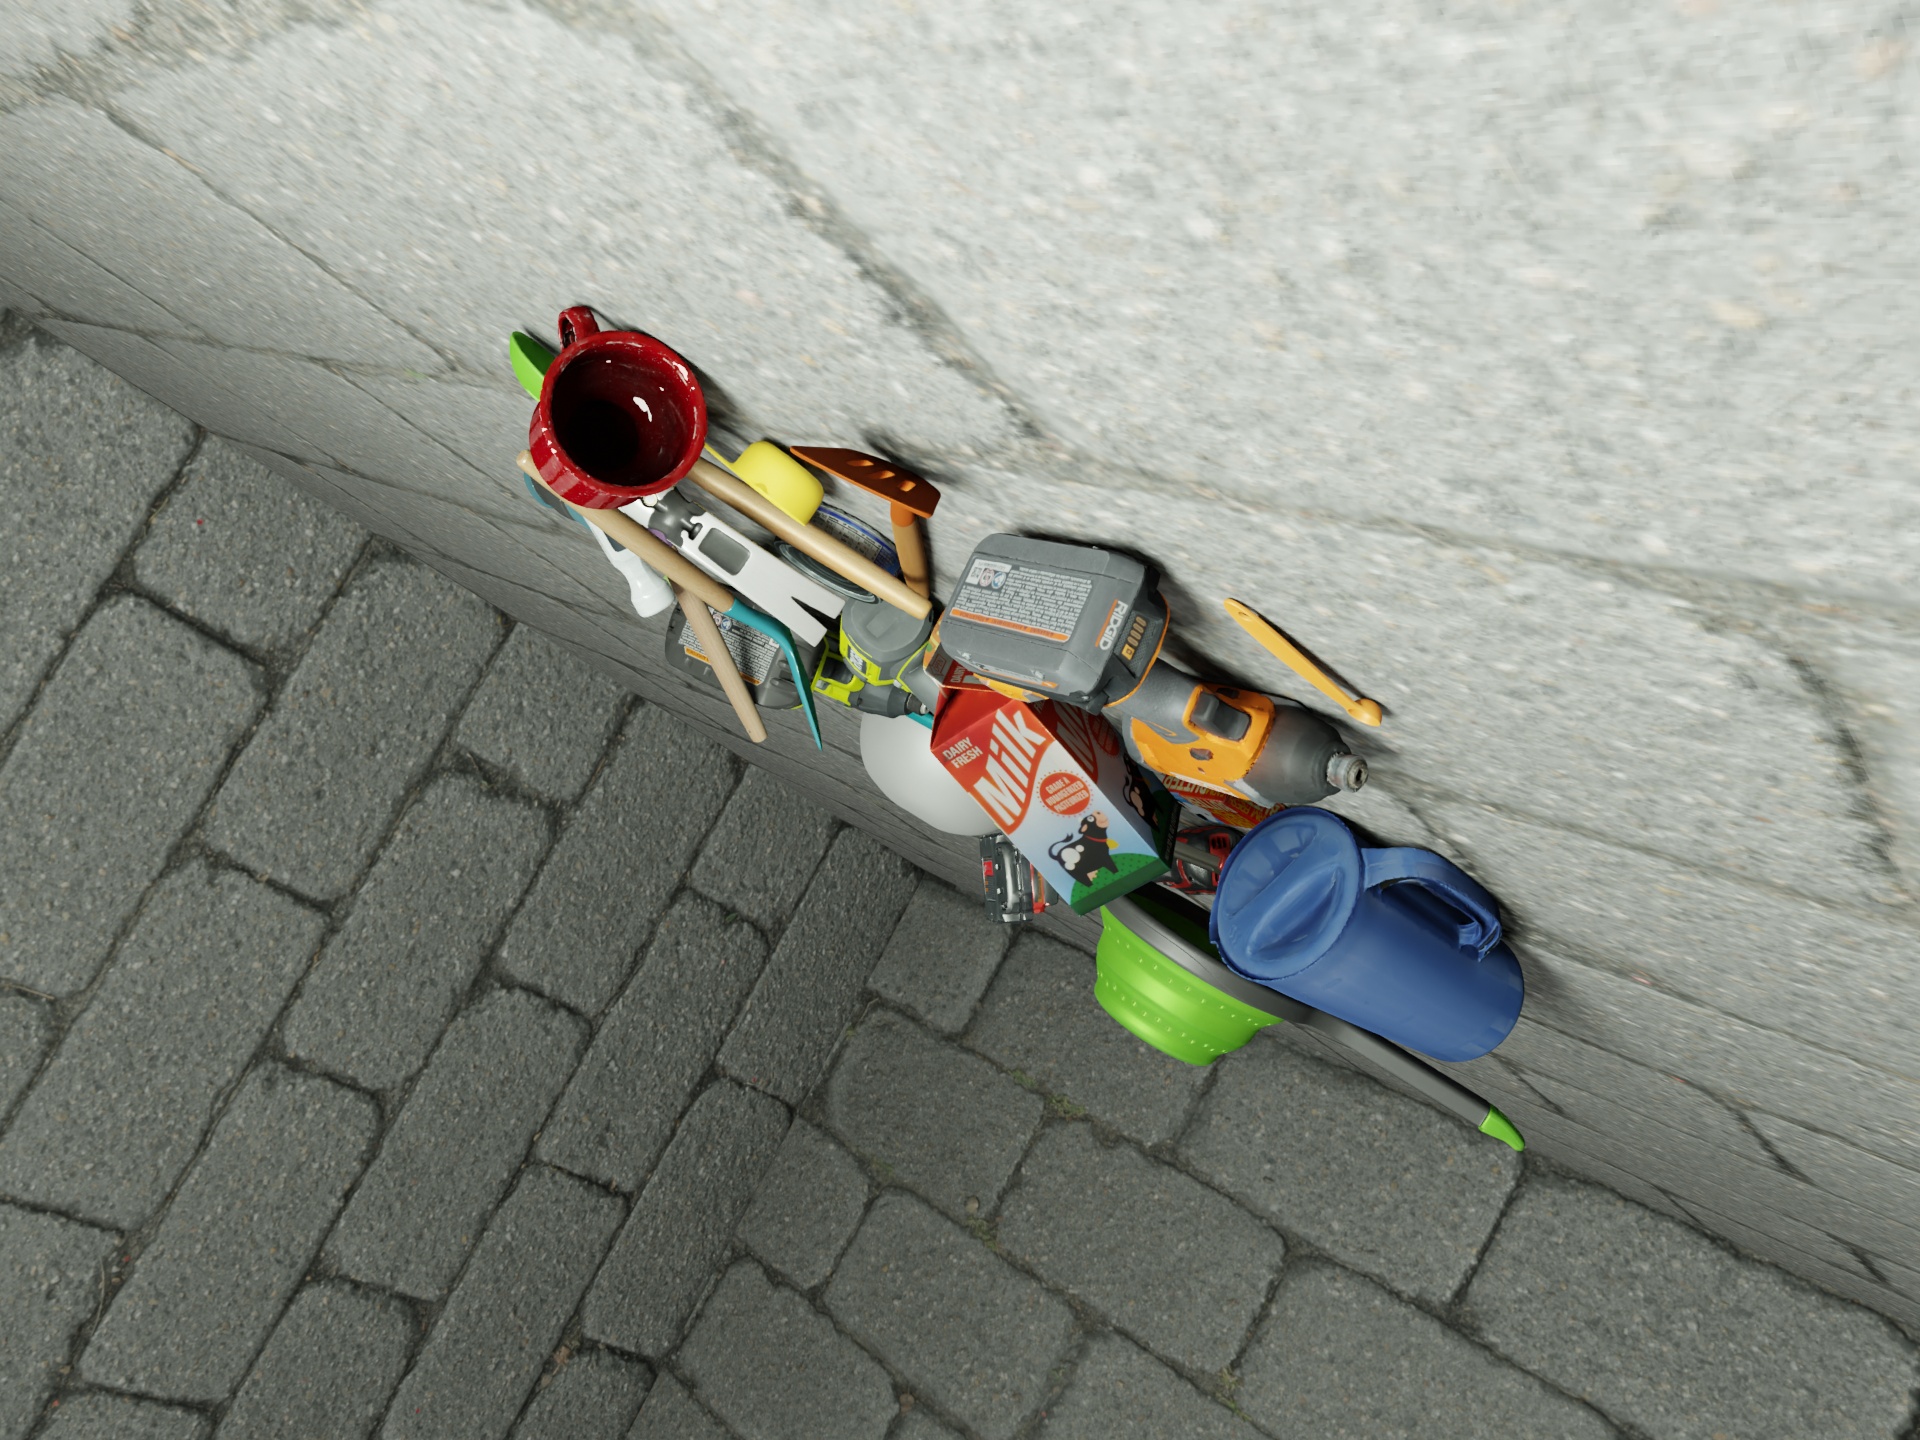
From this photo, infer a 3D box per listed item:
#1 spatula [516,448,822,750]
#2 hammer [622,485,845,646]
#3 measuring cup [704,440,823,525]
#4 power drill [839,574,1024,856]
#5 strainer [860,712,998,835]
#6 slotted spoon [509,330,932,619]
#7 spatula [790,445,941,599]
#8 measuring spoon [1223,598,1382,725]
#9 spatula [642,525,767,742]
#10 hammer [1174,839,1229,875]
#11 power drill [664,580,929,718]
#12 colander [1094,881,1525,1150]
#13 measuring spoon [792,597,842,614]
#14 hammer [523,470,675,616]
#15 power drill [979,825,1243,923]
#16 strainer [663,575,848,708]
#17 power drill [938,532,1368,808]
[{"bbox_3d":[-0.187,-0.087,1.099,0.317,0.044,0.082,38,-154,-41],"label":"spatula"},{"bbox_3d":[-0.153,-0.110,1.129,0.146,0.035,0.335,35,180,-6],"label":"hammer"},{"bbox_3d":[-0.146,-0.177,0.965,0.156,0.029,0.062,40,180,3],"label":"measuring cup"},{"bbox_3d":[-0.002,-0.004,1.196,0.228,0.080,0.190,45,170,3],"label":"power drill"},{"bbox_3d":[0.009,0.070,1.508,0.210,0.095,0.341,30,179,-32],"label":"strainer"},{"bbox_3d":[-0.154,-0.150,1.009,0.314,0.031,0.070,32,-169,-2],"label":"slotted spoon"},{"bbox_3d":[-0.037,-0.108,0.948,0.081,0.041,0.322,26,172,6],"label":"spatula"},{"bbox_3d":[0.179,-0.032,0.826,0.116,0.011,0.021,36,169,-22],"label":"measuring spoon"},{"bbox_3d":[-0.207,-0.106,1.163,0.060,0.018,0.315,21,144,45],"label":"spatula"},{"bbox_3d":[0.254,0.132,1.294,0.359,0.037,0.149,22,163,-8],"label":"hammer"},{"bbox_3d":[-0.132,-0.051,1.353,0.171,0.080,0.223,24,-175,23],"label":"power drill"},{"bbox_3d":[0.242,0.248,1.245,0.397,0.094,0.204,31,-174,11],"label":"colander"},{"bbox_3d":[-0.156,-0.119,1.349,0.124,0.018,0.034,22,172,-4],"label":"measuring spoon"},{"bbox_3d":[-0.302,-0.169,1.250,0.128,0.033,0.331,63,166,-24],"label":"hammer"},{"bbox_3d":[0.134,0.134,1.441,0.226,0.080,0.188,-4,175,-6],"label":"power drill"},{"bbox_3d":[-0.201,-0.056,1.650,0.152,0.069,0.256,20,166,44],"label":"strainer"},{"bbox_3d":[0.116,-0.017,0.881,0.226,0.084,0.164,30,172,-40],"label":"power drill"}]
